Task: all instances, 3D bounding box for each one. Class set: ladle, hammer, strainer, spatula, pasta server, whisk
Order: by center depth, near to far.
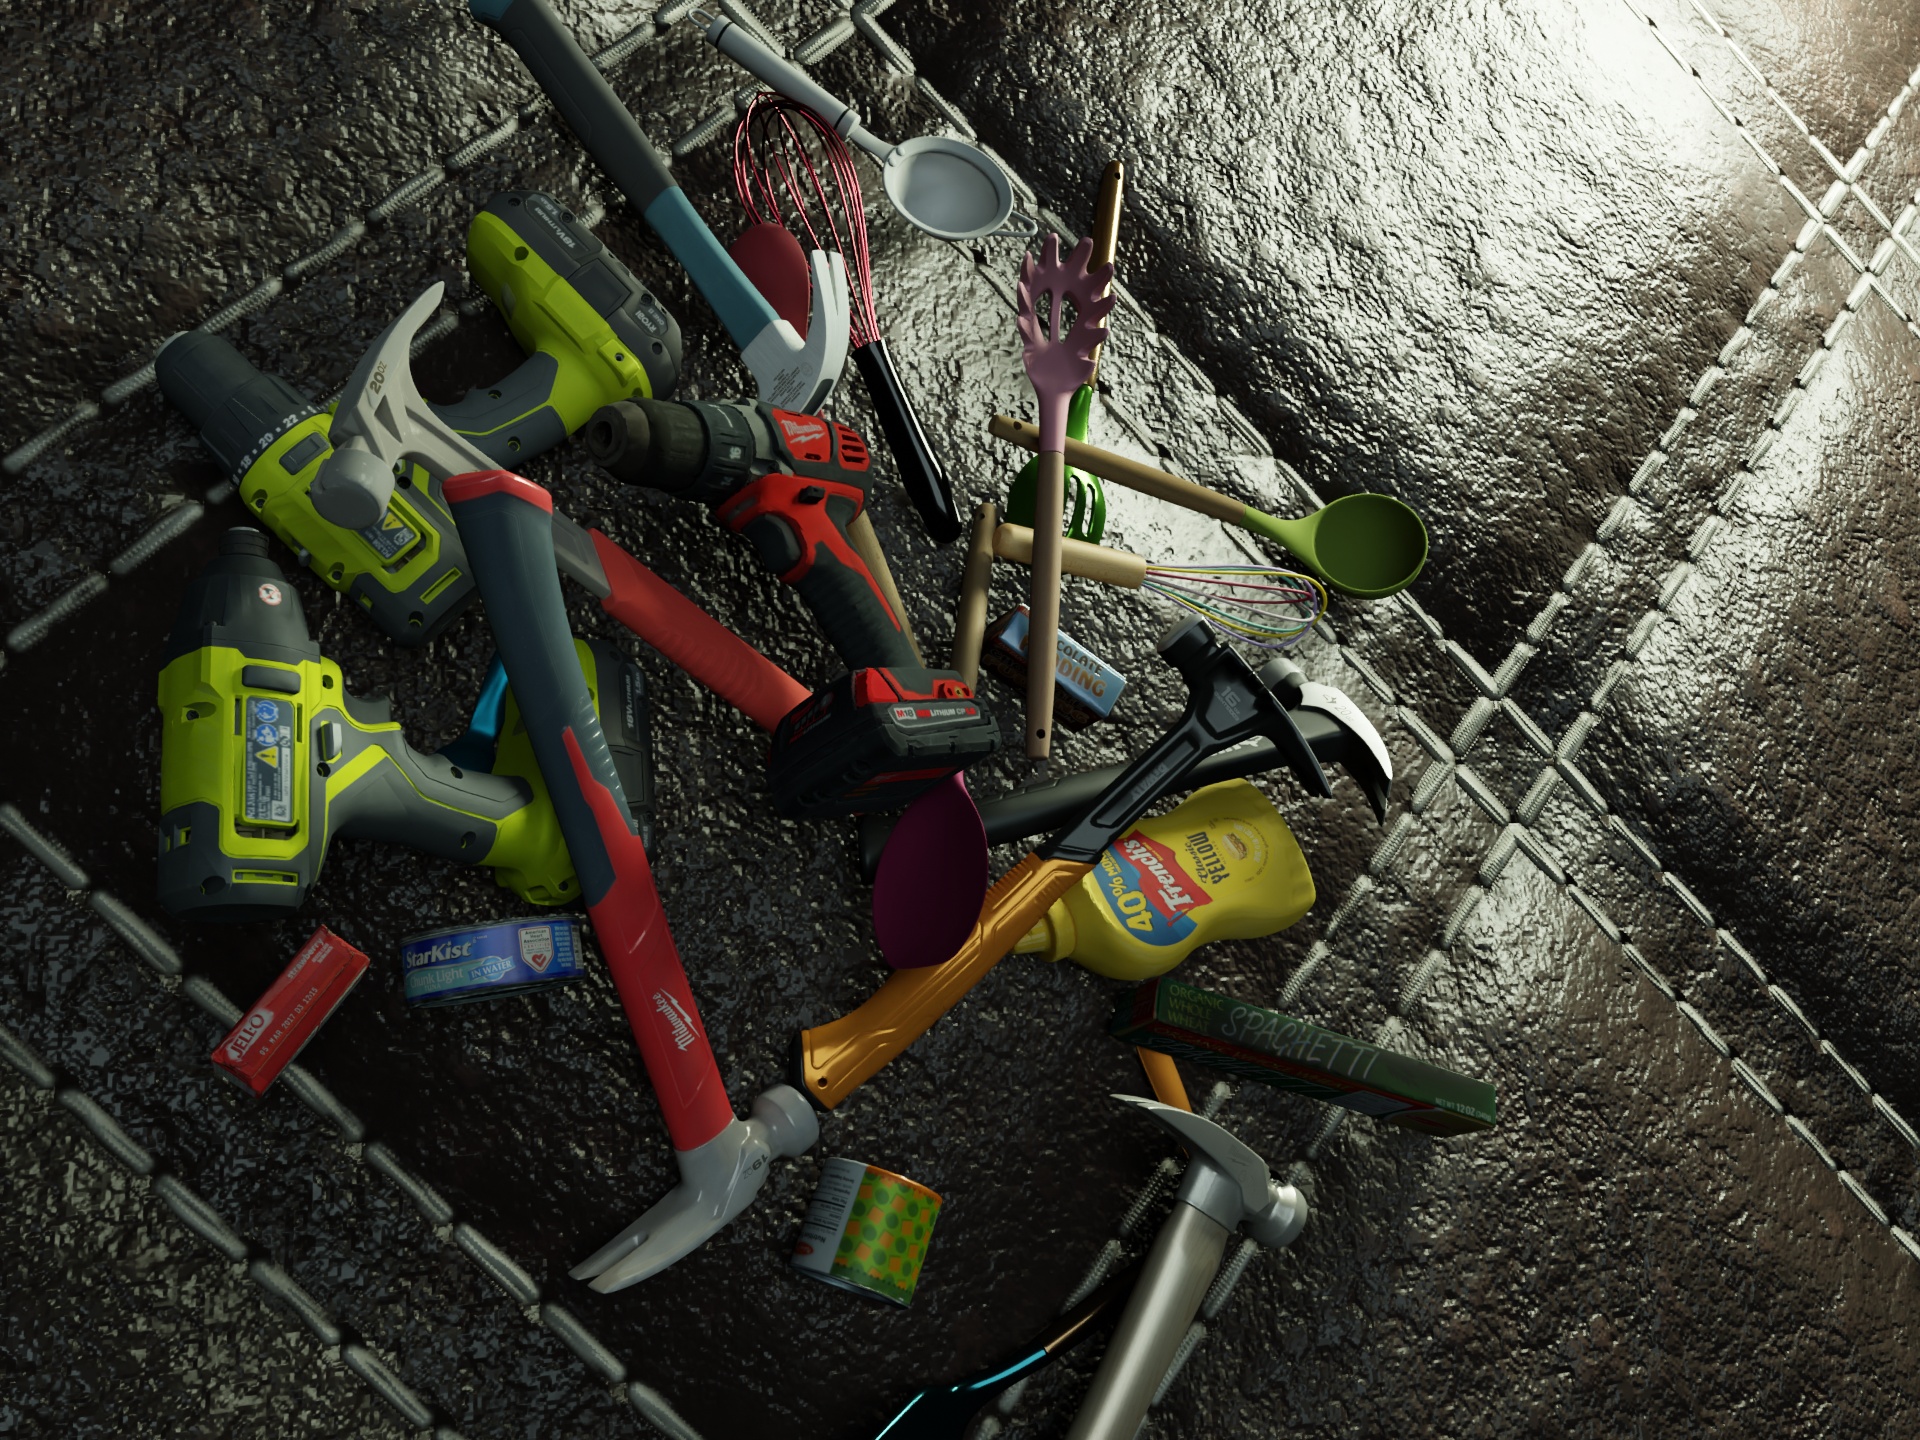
[{"bbox_3d":[-0.174,0.076,0.739,0.143,0.038,0.386,-32,115,-40],"label":"hammer"},{"bbox_3d":[0.050,0.399,0.820,0.146,0.038,0.411,41,68,-29],"label":"hammer"},{"bbox_3d":[-0.156,-0.063,0.820,0.358,0.036,0.149,39,38,-33],"label":"hammer"},{"bbox_3d":[0.046,0.096,0.867,0.337,0.034,0.127,-41,96,-6],"label":"hammer"},{"bbox_3d":[0.071,0.336,0.870,0.317,0.044,0.082,-26,106,-29],"label":"spatula"},{"bbox_3d":[-0.181,-0.308,0.919,0.331,0.128,0.033,53,26,6],"label":"hammer"},{"bbox_3d":[0.054,-0.133,0.935,0.060,0.040,0.316,5,77,-8],"label":"pasta server"},{"bbox_3d":[0.096,0.042,0.936,0.334,0.146,0.035,-14,125,-19],"label":"hammer"},{"bbox_3d":[-0.074,-0.144,0.941,0.031,0.069,0.315,-23,91,-52],"label":"ladle"},{"bbox_3d":[-0.064,-0.244,0.966,0.073,0.073,0.296,-24,91,-27],"label":"whisk"},{"bbox_3d":[0.131,-0.092,1.004,0.244,0.047,0.051,11,69,-26],"label":"whisk"},{"bbox_3d":[-0.066,-0.373,1.011,0.258,0.050,0.087,35,59,-5],"label":"strainer"},{"bbox_3d":[0.164,-0.146,1.019,0.320,0.062,0.078,15,63,-25],"label":"ladle"}]

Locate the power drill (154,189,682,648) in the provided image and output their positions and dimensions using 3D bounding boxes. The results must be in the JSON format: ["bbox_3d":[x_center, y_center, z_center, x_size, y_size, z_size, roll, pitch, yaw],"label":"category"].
[{"bbox_3d":[-0.280,-0.176,0.843,0.190,0.080,0.228,46,66,-7],"label":"power drill"}]

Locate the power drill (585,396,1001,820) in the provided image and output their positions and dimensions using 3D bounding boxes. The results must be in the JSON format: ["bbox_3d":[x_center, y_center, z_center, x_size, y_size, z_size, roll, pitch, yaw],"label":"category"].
[{"bbox_3d":[-0.088,-0.067,0.817,0.187,0.080,0.227,-2,64,-57],"label":"power drill"}]

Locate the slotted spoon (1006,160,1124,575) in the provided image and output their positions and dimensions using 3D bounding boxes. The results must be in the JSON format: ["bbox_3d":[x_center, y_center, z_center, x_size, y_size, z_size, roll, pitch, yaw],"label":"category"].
[{"bbox_3d":[0.081,-0.240,1.044,0.070,0.031,0.314,19,67,-23],"label":"slotted spoon"}]

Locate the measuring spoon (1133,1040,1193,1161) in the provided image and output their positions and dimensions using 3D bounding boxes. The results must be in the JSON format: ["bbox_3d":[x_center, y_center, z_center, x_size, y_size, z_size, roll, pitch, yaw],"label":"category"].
[{"bbox_3d":[0.125,0.229,0.944,0.021,0.011,0.117,-16,79,-31],"label":"measuring spoon"}]

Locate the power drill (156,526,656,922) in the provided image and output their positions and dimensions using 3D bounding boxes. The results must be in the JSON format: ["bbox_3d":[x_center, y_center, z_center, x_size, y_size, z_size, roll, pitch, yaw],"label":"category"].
[{"bbox_3d":[-0.257,0.009,0.748,0.223,0.080,0.171,12,68,-48],"label":"power drill"}]

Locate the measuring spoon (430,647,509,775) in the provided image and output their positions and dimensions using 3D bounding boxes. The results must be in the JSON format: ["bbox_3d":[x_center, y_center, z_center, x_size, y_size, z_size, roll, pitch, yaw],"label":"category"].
[{"bbox_3d":[-0.246,-0.009,0.840,0.042,0.021,0.129,23,69,-16],"label":"measuring spoon"}]

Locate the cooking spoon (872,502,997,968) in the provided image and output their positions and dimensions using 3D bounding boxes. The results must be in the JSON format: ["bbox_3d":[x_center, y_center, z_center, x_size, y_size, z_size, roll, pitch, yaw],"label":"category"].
[{"bbox_3d":[-0.001,-0.003,0.902,0.017,0.069,0.319,51,37,-45],"label":"cooking spoon"}]
